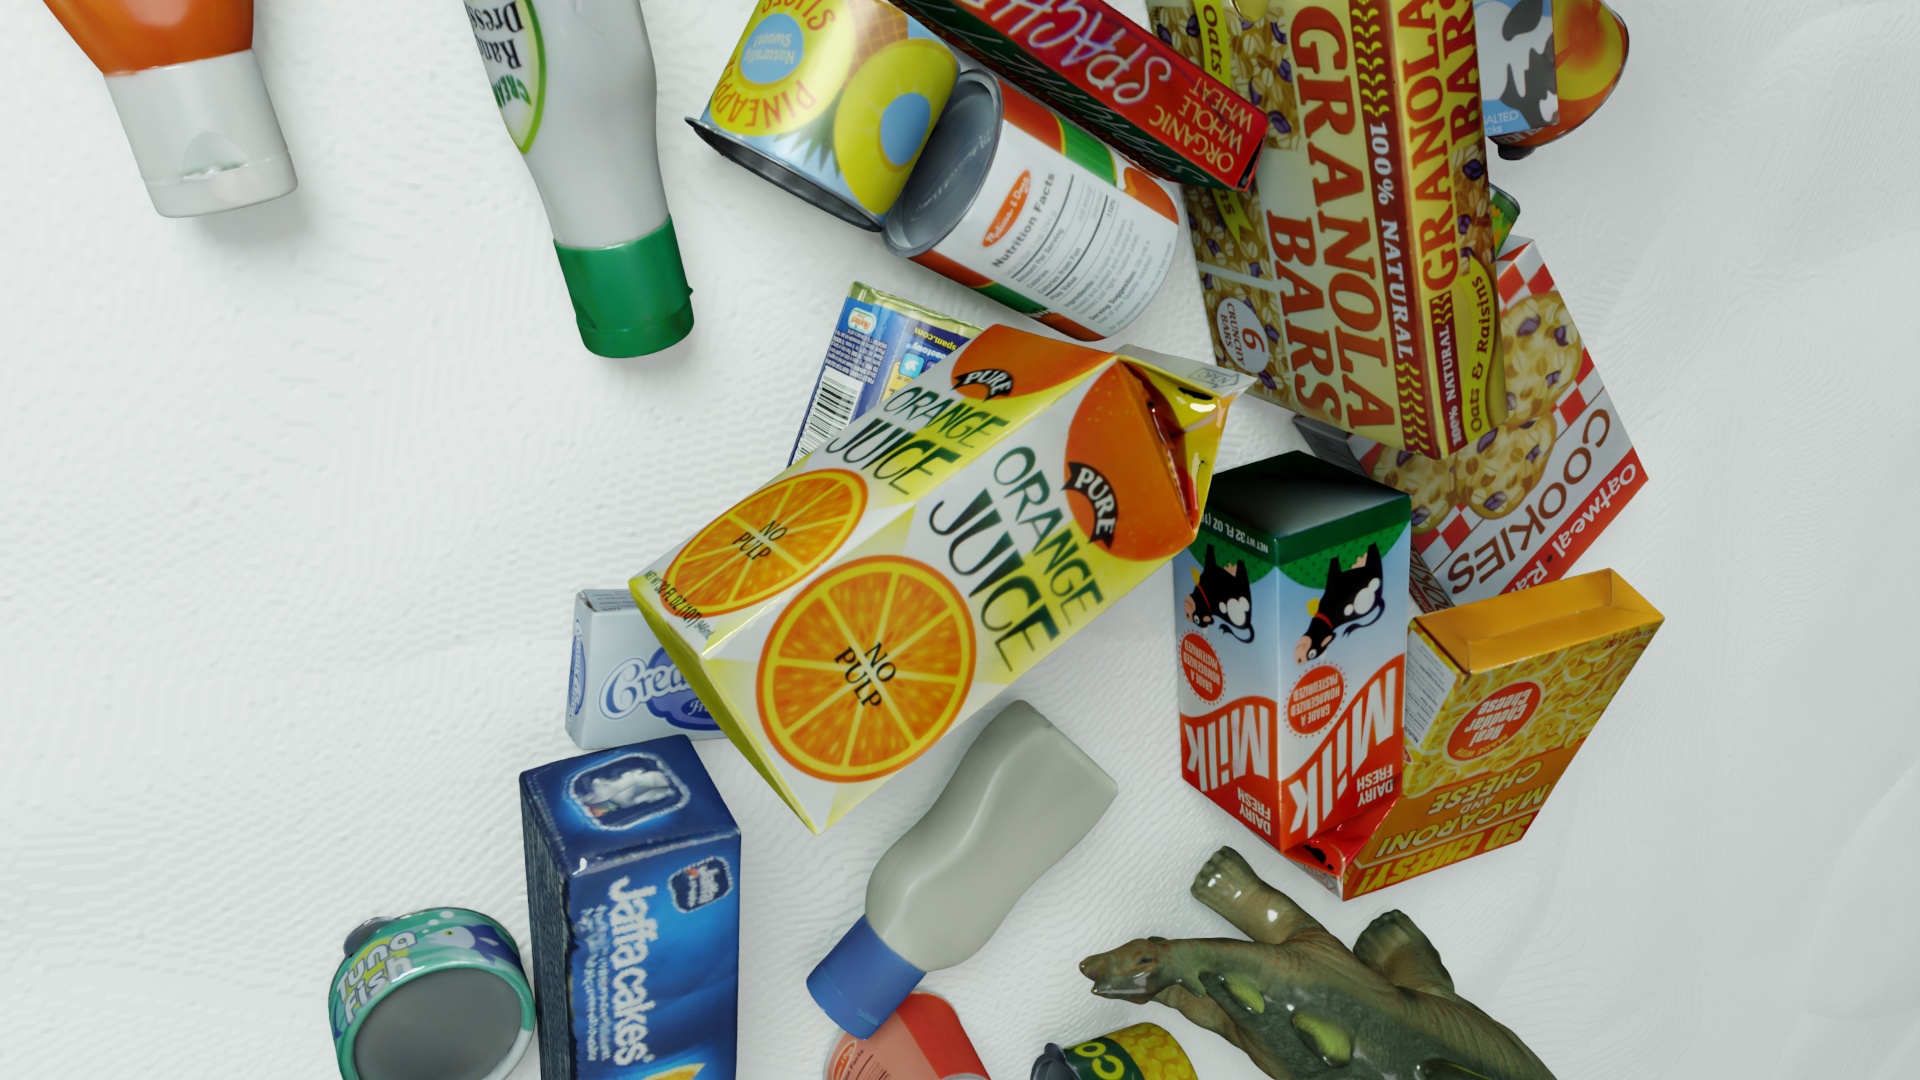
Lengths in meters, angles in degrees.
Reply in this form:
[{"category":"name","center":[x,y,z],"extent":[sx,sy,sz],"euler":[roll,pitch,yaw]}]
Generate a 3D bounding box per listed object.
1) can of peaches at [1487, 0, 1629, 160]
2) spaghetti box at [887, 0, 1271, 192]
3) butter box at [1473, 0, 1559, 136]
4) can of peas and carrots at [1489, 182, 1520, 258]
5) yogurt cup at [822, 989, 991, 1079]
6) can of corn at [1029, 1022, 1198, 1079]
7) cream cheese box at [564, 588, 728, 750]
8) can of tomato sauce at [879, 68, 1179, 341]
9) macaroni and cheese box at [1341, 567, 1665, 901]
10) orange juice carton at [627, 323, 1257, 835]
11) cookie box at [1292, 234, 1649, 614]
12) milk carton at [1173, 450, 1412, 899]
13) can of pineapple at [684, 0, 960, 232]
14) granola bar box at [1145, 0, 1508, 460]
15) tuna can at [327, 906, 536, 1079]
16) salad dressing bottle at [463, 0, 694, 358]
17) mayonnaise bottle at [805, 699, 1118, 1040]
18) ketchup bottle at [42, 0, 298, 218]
[{"category":"can of peaches","center":[0.223,-0.199,0.561],"extent":[0.058,0.071,0.071],"euler":[24,96,-34]},{"category":"spaghetti box","center":[-0.007,-0.179,0.433],"extent":[0.250,0.050,0.028],"euler":[23,97,-28]},{"category":"butter box","center":[0.170,-0.177,0.527],"extent":[0.024,0.103,0.053],"euler":[-63,141,-52]},{"category":"can of peas and carrots","center":[0.186,-0.120,0.572],"extent":[0.071,0.071,0.058],"euler":[20,99,-34]},{"category":"yogurt cup","center":[-0.019,0.238,0.600],"extent":[0.072,0.054,0.072],"euler":[-11,113,-26]},{"category":"can of corn","center":[0.074,0.266,0.658],"extent":[0.058,0.071,0.071],"euler":[-7,112,-28]},{"category":"cream cheese box","center":[-0.088,0.044,0.504],"extent":[0.104,0.024,0.053],"euler":[-1,108,-29]},{"category":"can of tomato sauce","center":[0.024,-0.115,0.483],"extent":[0.083,0.071,0.071],"euler":[20,98,-34]},{"category":"macaroni and cheese box","center":[0.248,0.096,0.673],"extent":[0.124,0.040,0.165],"euler":[-11,135,-24]},{"category":"orange juice carton","center":[0.002,-0.005,0.437],"extent":[0.193,0.072,0.072],"euler":[-37,120,-16]},{"category":"cookie box","center":[0.243,-0.041,0.650],"extent":[0.123,0.040,0.167],"euler":[-47,124,-4]},{"category":"milk carton","center":[0.146,0.065,0.616],"extent":[0.074,0.072,0.189],"euler":[-17,116,-24]},{"category":"can of pineapple","center":[-0.042,-0.138,0.433],"extent":[0.071,0.071,0.058],"euler":[25,95,-34]},{"category":"granola bar box","center":[0.132,-0.122,0.504],"extent":[0.039,0.124,0.164],"euler":[-28,120,-19]},{"category":"tuna can","center":[-0.187,0.165,0.489],"extent":[0.071,0.033,0.070],"euler":[-11,114,-26]},{"category":"salad dressing bottle","center":[-0.111,-0.126,0.406],"extent":[0.044,0.064,0.147],"euler":[-29,129,-28]},{"category":"mayonnaise bottle","center":[-0.002,0.139,0.580],"extent":[0.148,0.041,0.064],"euler":[-48,123,-4]},{"category":"ketchup bottle","center":[-0.209,-0.158,0.346],"extent":[0.065,0.043,0.148],"euler":[-20,118,-21]}]
